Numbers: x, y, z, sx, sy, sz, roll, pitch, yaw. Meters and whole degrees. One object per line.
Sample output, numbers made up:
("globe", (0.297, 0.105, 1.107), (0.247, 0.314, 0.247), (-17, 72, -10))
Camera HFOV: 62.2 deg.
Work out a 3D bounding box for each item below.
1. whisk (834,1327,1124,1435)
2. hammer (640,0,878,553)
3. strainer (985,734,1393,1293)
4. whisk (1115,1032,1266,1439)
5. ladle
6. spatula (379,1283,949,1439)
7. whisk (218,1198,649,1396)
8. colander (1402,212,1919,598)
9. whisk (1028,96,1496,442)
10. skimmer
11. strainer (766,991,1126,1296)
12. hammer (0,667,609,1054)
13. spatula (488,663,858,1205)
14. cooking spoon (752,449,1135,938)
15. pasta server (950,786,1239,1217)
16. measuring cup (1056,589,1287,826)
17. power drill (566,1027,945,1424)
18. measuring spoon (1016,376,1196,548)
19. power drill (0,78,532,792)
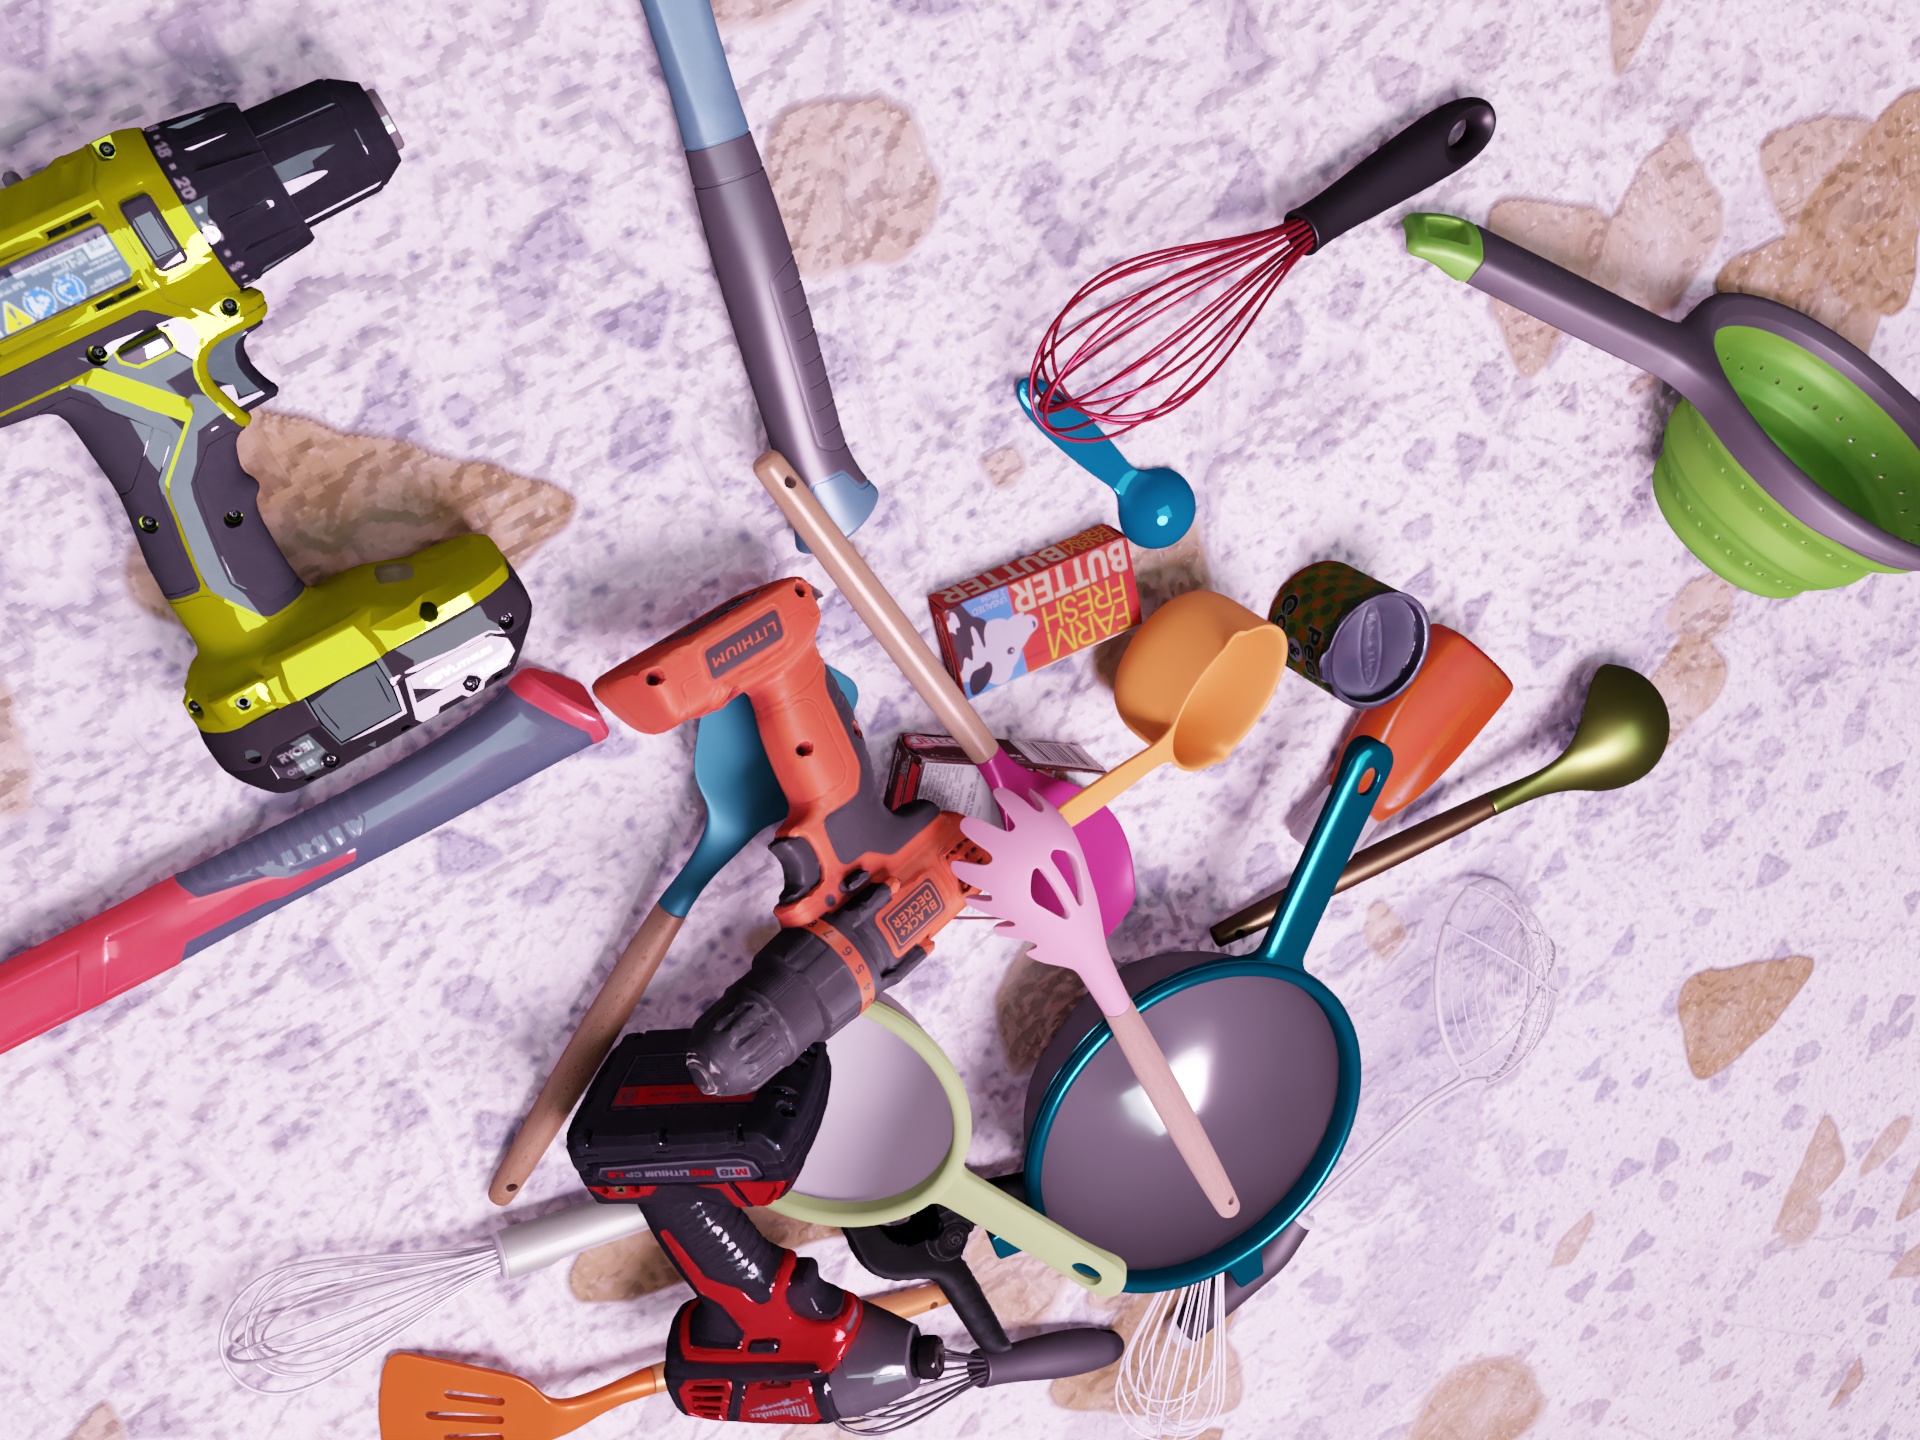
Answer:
("whisk", (0.010, 0.393, 0.964), (0.238, 0.055, 0.055), (9, 108, -38))
("hammer", (-0.093, -0.222, 0.647), (0.128, 0.033, 0.330), (-25, 121, -15))
("strainer", (0.140, 0.153, 0.895), (0.210, 0.095, 0.340), (17, 101, -29))
("whisk", (0.155, 0.324, 0.994), (0.070, 0.070, 0.284), (6, 101, -28))
("ladle", (0.290, 0.057, 0.963), (0.320, 0.062, 0.078), (-25, 119, -6))
("spatula", (-0.152, 0.354, 0.887), (0.322, 0.041, 0.081), (-6, 116, -28))
("whisk", (-0.237, 0.271, 0.794), (0.246, 0.058, 0.059), (-13, 87, -25))
("colander", (0.389, -0.163, 0.872), (0.397, 0.205, 0.094), (20, 138, -16))
("whisk", (0.147, -0.221, 0.754), (0.296, 0.073, 0.073), (-35, 123, -16))
("skimmer", (0.251, 0.261, 1.037), (0.127, 0.090, 0.363), (31, 107, -39))
("strainer", (-0.020, 0.207, 0.814), (0.256, 0.069, 0.151), (33, 119, -8))
("hammer", (-0.323, 0.095, 0.675), (0.386, 0.038, 0.143), (-28, 123, -12))
("spatula", (-0.153, 0.106, 0.774), (0.082, 0.044, 0.317), (24, 105, -33))
("cooking spoon", (-0.001, -0.002, 0.756), (0.069, 0.017, 0.318), (-48, 122, -18))
("pasta server", (0.082, 0.156, 0.797), (0.060, 0.040, 0.315), (-42, 127, -18))
("measuring cup", (0.088, -0.002, 0.801), (0.173, 0.052, 0.095), (-34, 144, -23))
("power drill", (-0.094, 0.257, 0.775), (0.143, 0.079, 0.219), (-5, 119, 15))
("measuring spoon", (0.074, -0.125, 0.778), (0.128, 0.021, 0.042), (35, 94, -35))
("power drill", (-0.258, -0.106, 0.594), (0.190, 0.080, 0.228), (-30, 119, -11))
